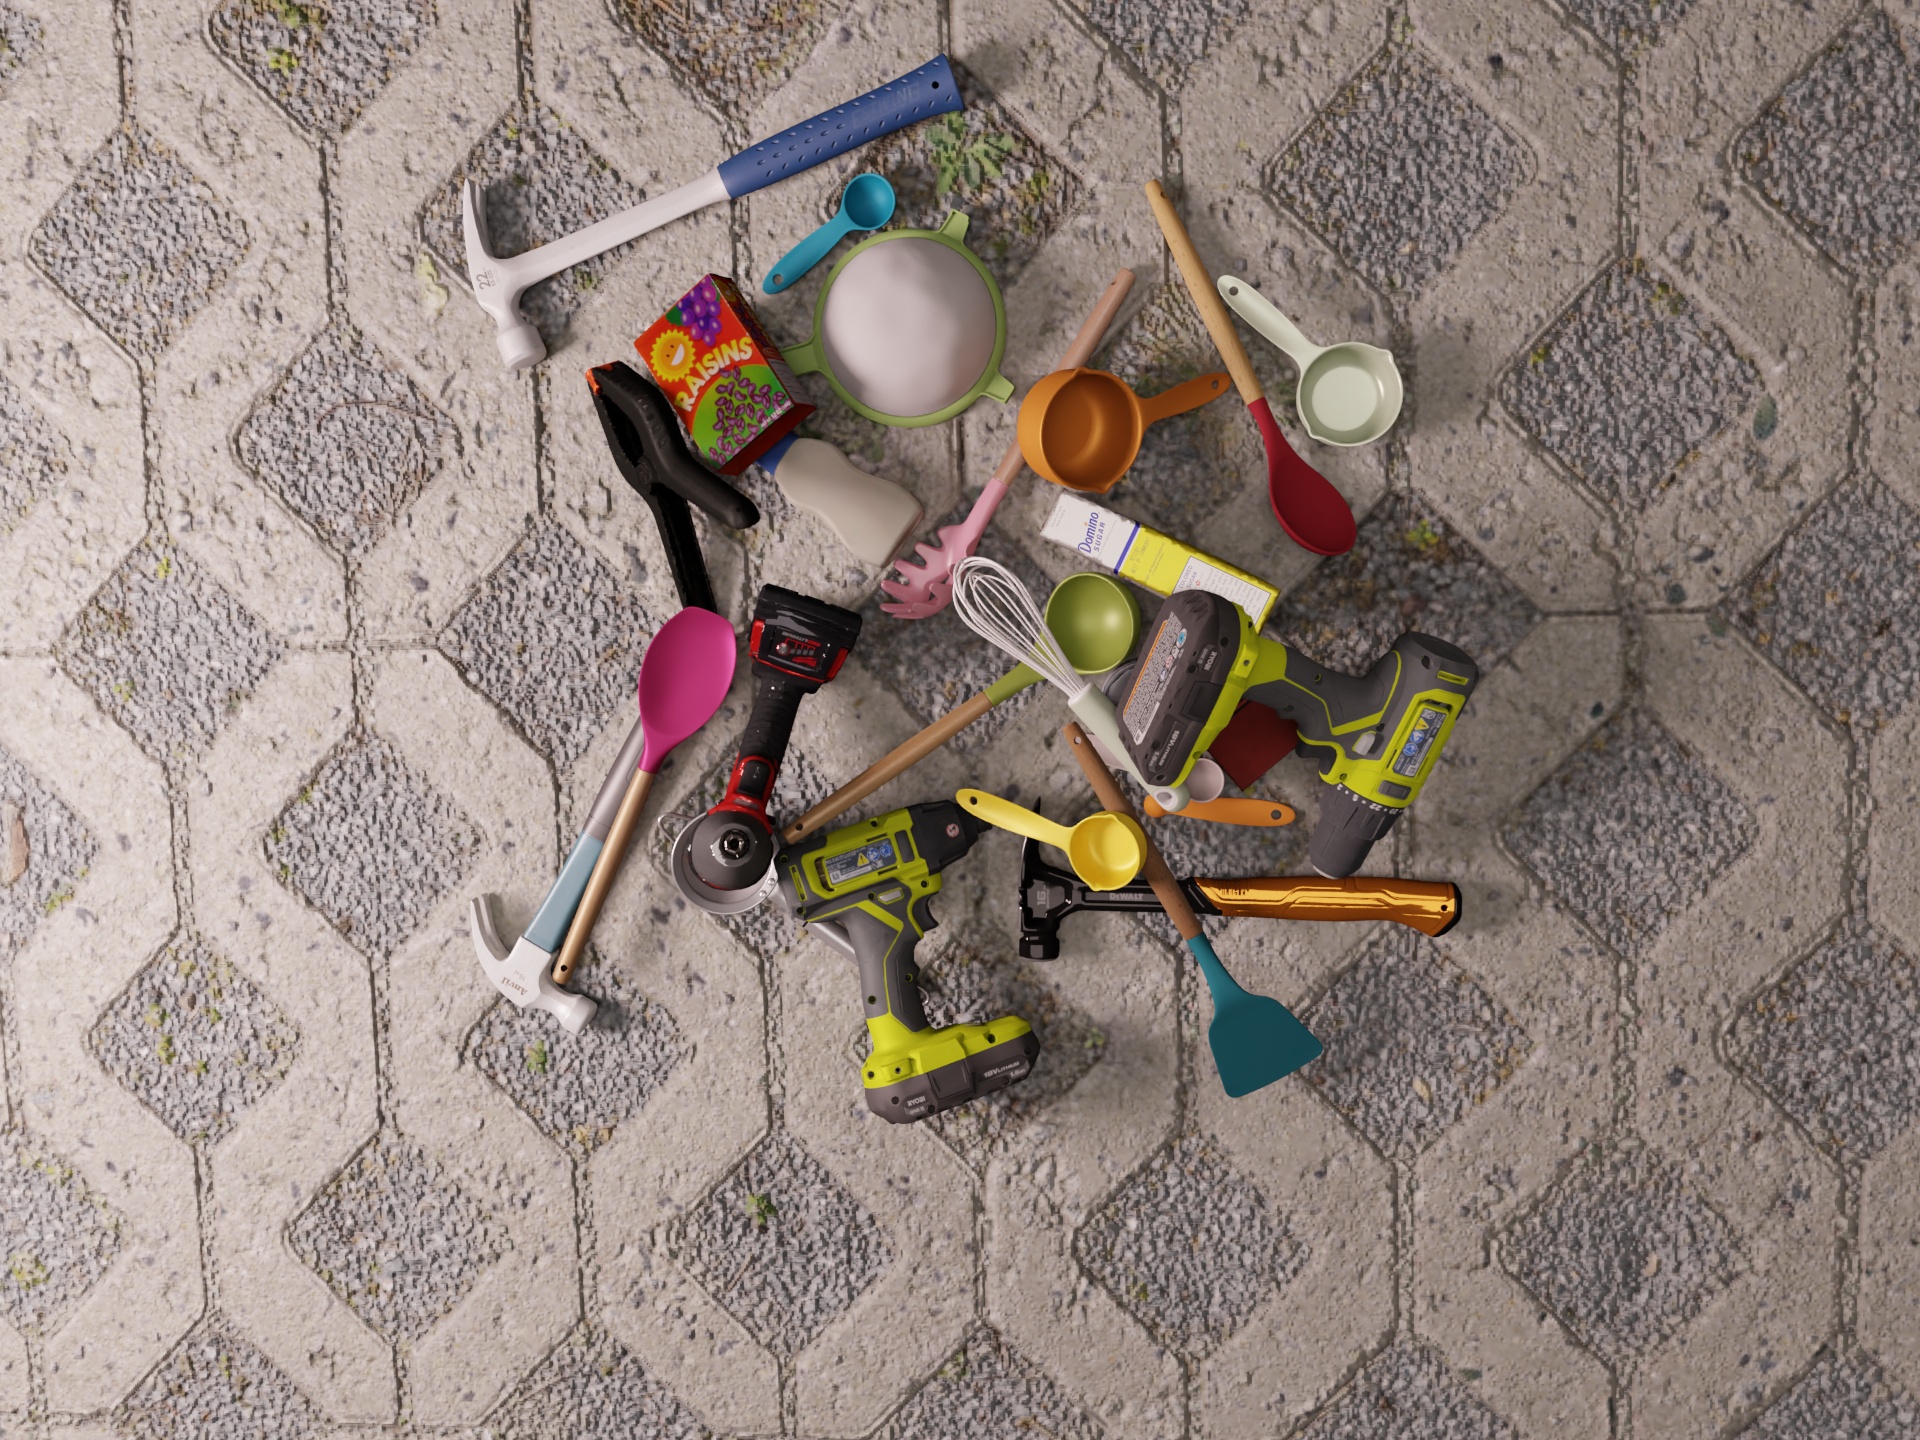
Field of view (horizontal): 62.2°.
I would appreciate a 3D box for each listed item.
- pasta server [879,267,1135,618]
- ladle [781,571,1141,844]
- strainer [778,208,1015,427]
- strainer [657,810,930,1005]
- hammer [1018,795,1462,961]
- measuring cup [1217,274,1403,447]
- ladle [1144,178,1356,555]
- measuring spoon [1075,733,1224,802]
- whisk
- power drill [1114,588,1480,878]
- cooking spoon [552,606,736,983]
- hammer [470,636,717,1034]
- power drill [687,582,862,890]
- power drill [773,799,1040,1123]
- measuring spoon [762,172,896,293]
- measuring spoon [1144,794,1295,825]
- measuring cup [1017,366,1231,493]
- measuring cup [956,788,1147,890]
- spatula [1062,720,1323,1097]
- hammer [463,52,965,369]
[{"bbox_3d":[0.040,-0.209,1.212,0.040,0.060,0.316,28,96,-38],"label":"pasta server"},{"bbox_3d":[-0.002,-0.004,1.199,0.320,0.062,0.078,-34,77,-3],"label":"ladle"},{"bbox_3d":[-0.093,-0.286,1.203,0.256,0.069,0.151,-15,93,5],"label":"strainer"},{"bbox_3d":[-0.130,0.149,1.259,0.258,0.050,0.087,37,93,-4],"label":"strainer"},{"bbox_3d":[0.213,0.128,1.225,0.337,0.034,0.127,2,96,6],"label":"hammer"},{"bbox_3d":[0.255,-0.271,1.186,0.167,0.038,0.083,43,98,3],"label":"measuring cup"},{"bbox_3d":[0.210,-0.263,1.192,0.069,0.031,0.315,-24,88,-34],"label":"ladle"},{"bbox_3d":[0.145,0.033,1.236,0.124,0.018,0.034,17,91,11],"label":"measuring spoon"},{"bbox_3d":[0.082,-0.026,1.159,0.246,0.059,0.058,47,132,-6],"label":"whisk"},{"bbox_3d":[0.232,0.012,1.129,0.228,0.080,0.190,15,113,-18],"label":"power drill"},{"bbox_3d":[-0.255,0.062,1.242,0.068,0.017,0.319,23,96,-8],"label":"cooking spoon"},{"bbox_3d":[-0.282,0.082,1.272,0.128,0.033,0.331,30,97,2],"label":"hammer"},{"bbox_3d":[-0.145,0.019,1.176,0.078,0.143,0.220,19,80,-7],"label":"power drill"},{"bbox_3d":[-0.029,0.179,1.221,0.171,0.080,0.223,-18,87,-11],"label":"power drill"},{"bbox_3d":[-0.101,-0.371,1.227,0.128,0.021,0.042,-35,89,17],"label":"measuring spoon"},{"bbox_3d":[0.201,0.070,1.232,0.117,0.011,0.021,4,95,5],"label":"measuring spoon"},{"bbox_3d":[0.121,-0.232,1.194,0.173,0.052,0.095,-24,114,-22],"label":"measuring cup"},{"bbox_3d":[0.069,0.079,1.200,0.157,0.029,0.062,20,110,25],"label":"measuring cup"},{"bbox_3d":[0.162,0.139,1.204,0.082,0.044,0.317,-31,88,10],"label":"spatula"},{"bbox_3d":[-0.193,-0.414,1.219,0.405,0.035,0.144,-21,93,7],"label":"hammer"}]
